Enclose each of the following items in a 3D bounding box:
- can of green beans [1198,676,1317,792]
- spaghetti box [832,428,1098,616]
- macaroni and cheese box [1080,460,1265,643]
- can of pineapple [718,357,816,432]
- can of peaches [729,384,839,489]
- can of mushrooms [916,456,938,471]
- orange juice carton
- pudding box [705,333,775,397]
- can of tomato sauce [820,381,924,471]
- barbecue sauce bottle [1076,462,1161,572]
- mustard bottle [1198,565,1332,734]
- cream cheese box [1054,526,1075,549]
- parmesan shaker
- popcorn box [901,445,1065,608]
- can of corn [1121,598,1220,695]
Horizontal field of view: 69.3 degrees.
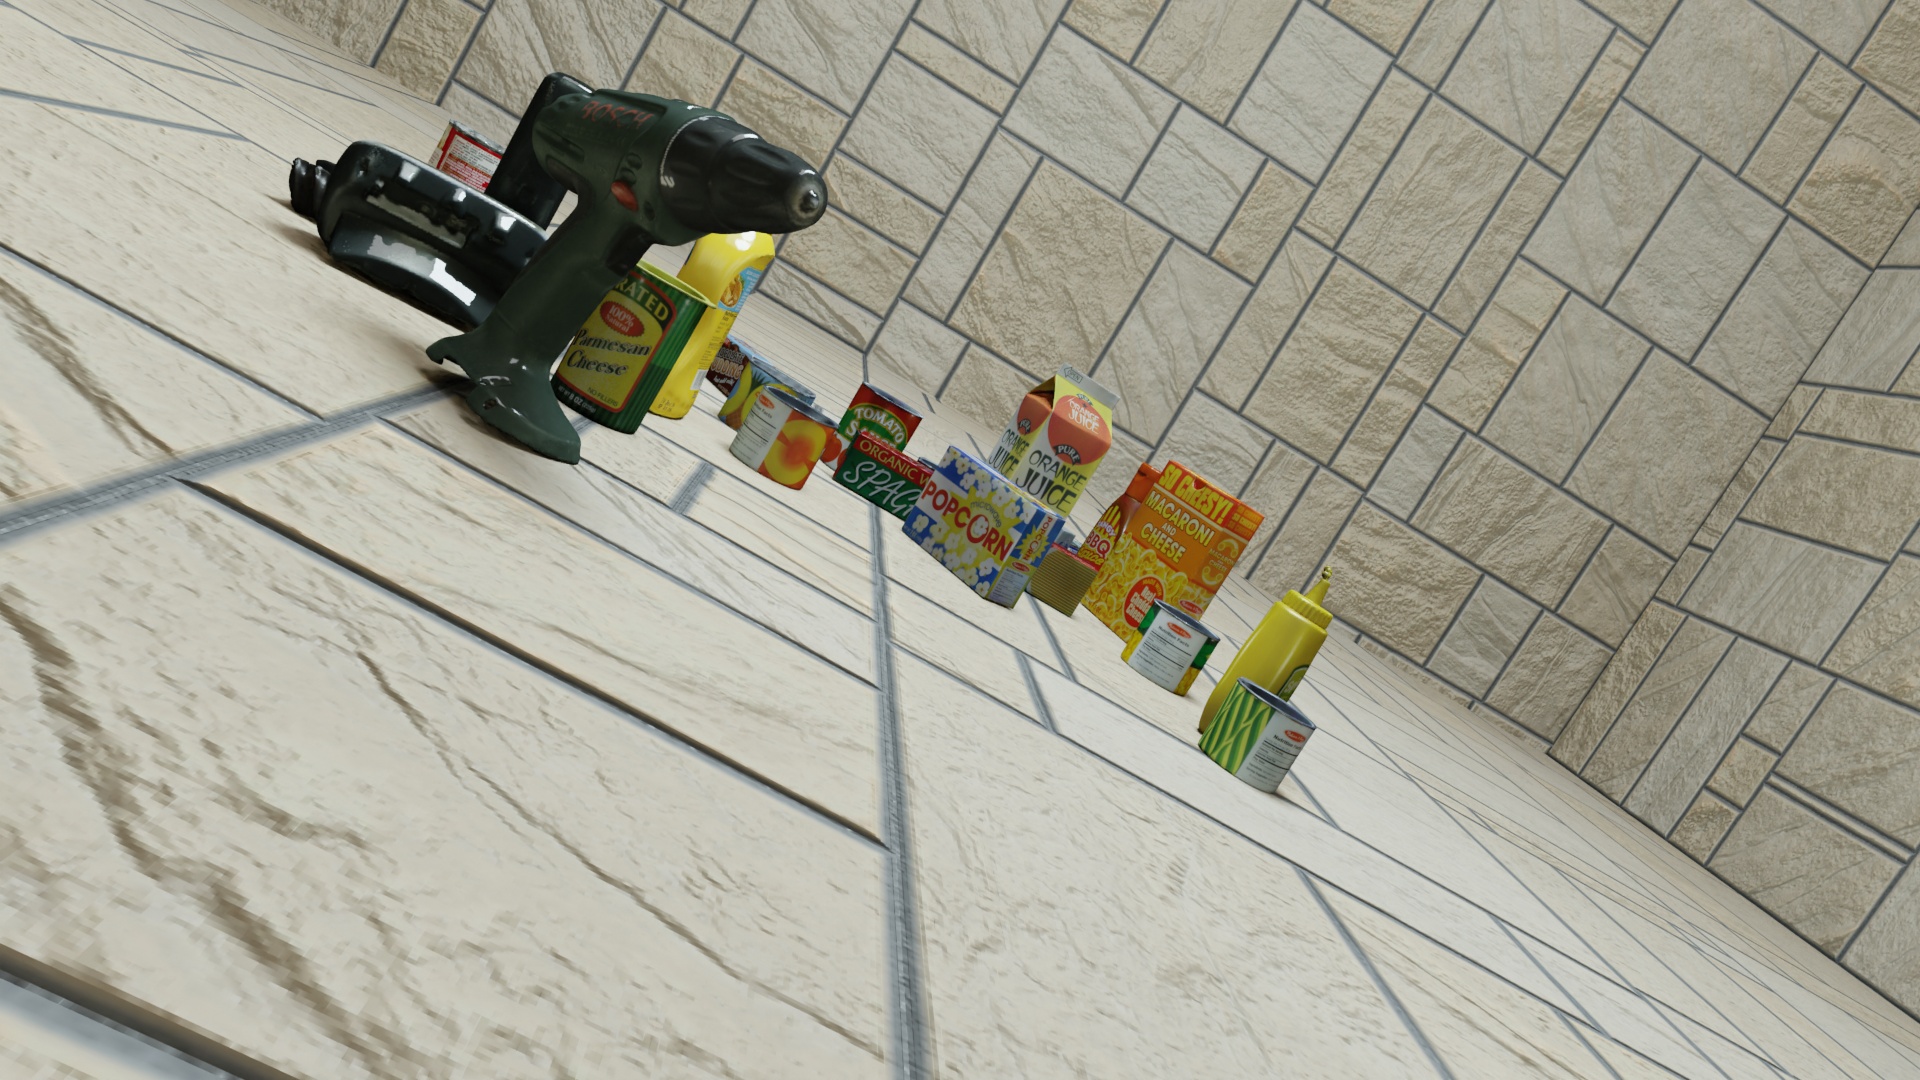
[{"bbox_3d":[0.216,0.142,1.012,0.071,0.057,0.071,30,8,-4],"label":"can of green beans"},{"bbox_3d":[0.004,-0.015,1.236,0.250,0.050,0.029,30,7,-5],"label":"spaghetti box"},{"bbox_3d":[0.196,0.020,1.307,0.040,0.166,0.124,27,9,-32],"label":"macaroni and cheese box"},{"bbox_3d":[-0.166,-0.116,1.197,0.071,0.057,0.071,30,8,-4],"label":"can of pineapple"},{"bbox_3d":[-0.136,-0.079,1.080,0.071,0.058,0.071,30,8,-4],"label":"can of peaches"},{"bbox_3d":[-0.025,-0.059,1.461,0.071,0.033,0.071,30,8,-4],"label":"can of mushrooms"},{"bbox_3d":[0.073,-0.067,1.294,0.072,0.192,0.073,28,8,-24],"label":"orange juice carton"},{"bbox_3d":[-0.217,-0.167,1.355,0.030,0.049,0.084,25,10,-38],"label":"pudding box"},{"bbox_3d":[-0.083,-0.096,1.292,0.071,0.083,0.071,30,7,-4],"label":"can of tomato sauce"},{"bbox_3d":[0.167,-0.009,1.442,0.043,0.148,0.065,27,8,-32],"label":"barbecue sauce bottle"},{"bbox_3d":[0.244,0.089,1.072,0.049,0.160,0.065,35,8,26],"label":"mustard bottle"},{"bbox_3d":[0.066,-0.009,1.412,0.024,0.053,0.104,23,11,-47],"label":"cream cheese box"},{"bbox_3d":[-0.217,-0.129,0.919,0.071,0.103,0.071,30,7,-4],"label":"parmesan shaker"},{"bbox_3d":[0.016,-0.013,1.134,0.038,0.085,0.127,24,10,-45],"label":"popcorn box"},{"bbox_3d":[0.181,0.092,1.193,0.071,0.058,0.071,30,8,-4],"label":"can of corn"}]
